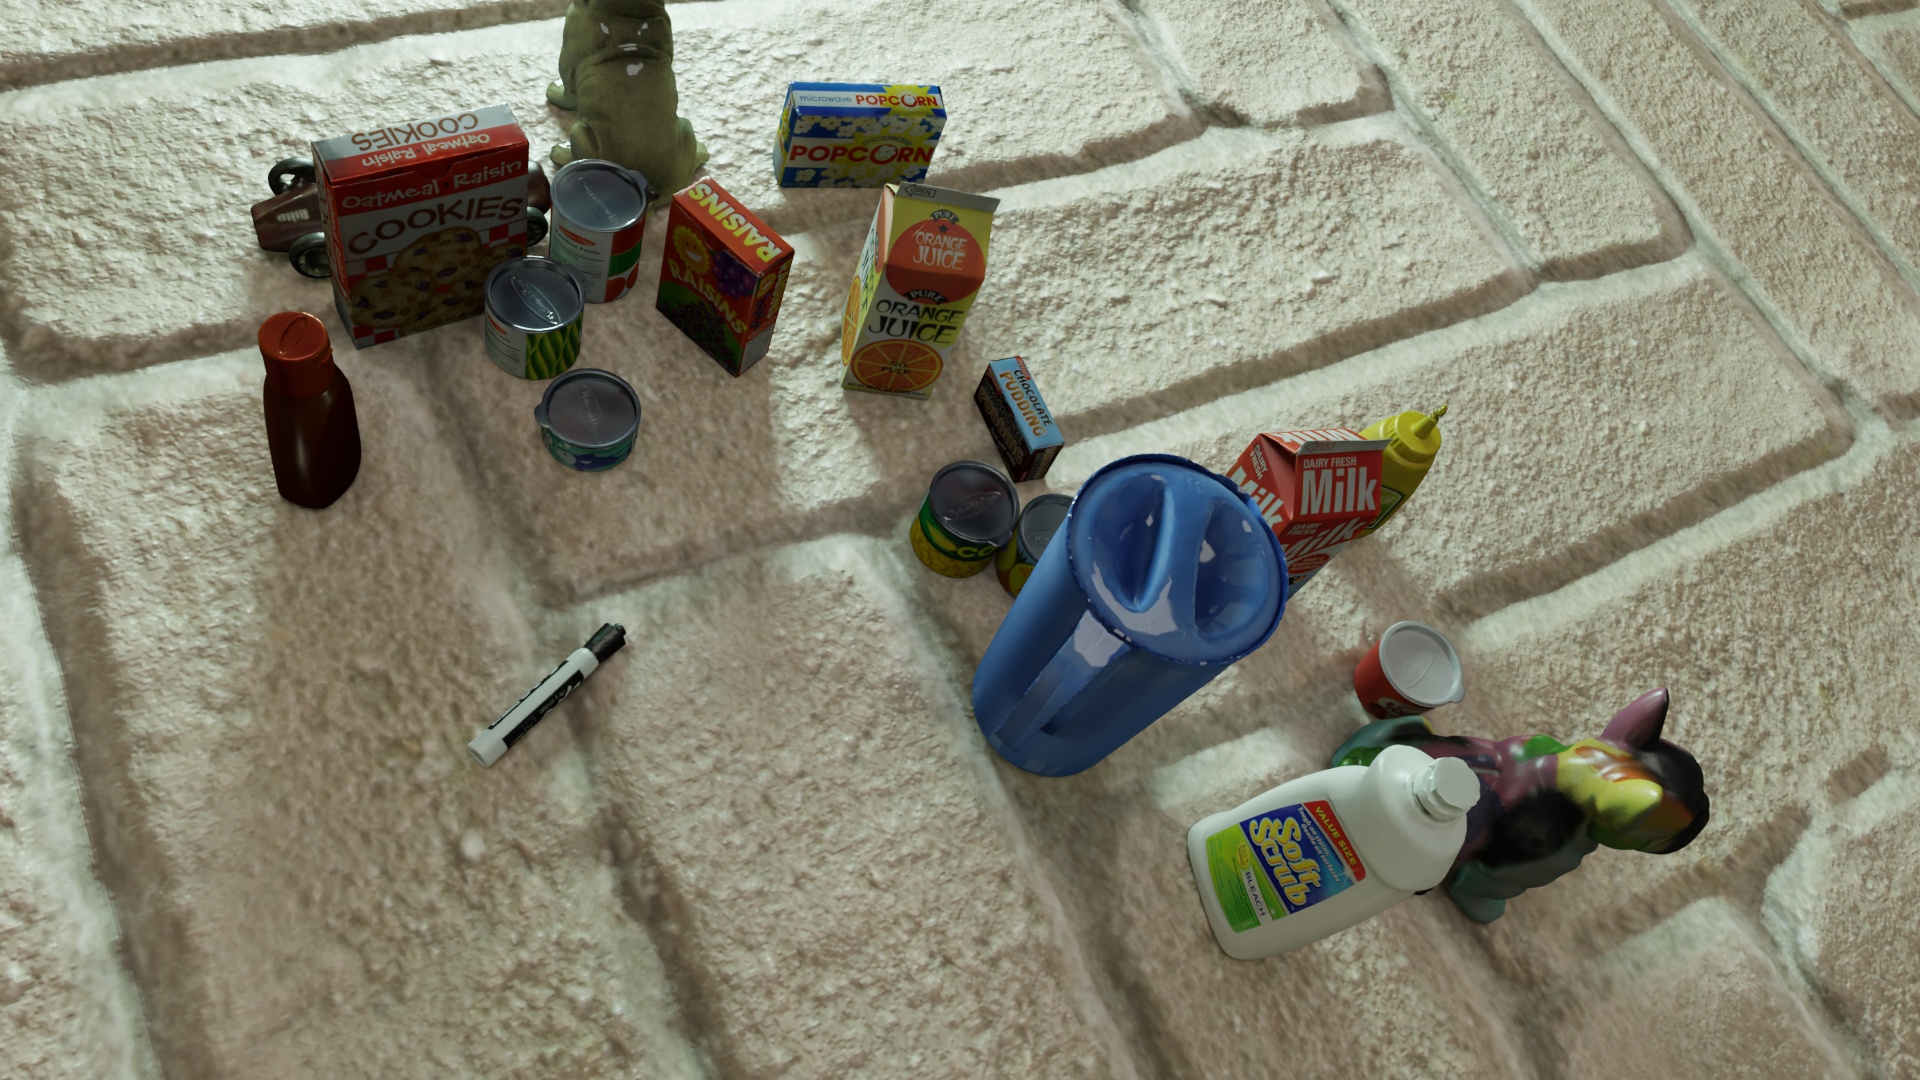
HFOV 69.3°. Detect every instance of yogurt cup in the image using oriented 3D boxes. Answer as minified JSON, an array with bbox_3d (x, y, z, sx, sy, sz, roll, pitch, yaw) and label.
[{"bbox_3d":[0.330,0.101,1.035,0.072,0.053,0.073,8,59,-14],"label":"yogurt cup"}]

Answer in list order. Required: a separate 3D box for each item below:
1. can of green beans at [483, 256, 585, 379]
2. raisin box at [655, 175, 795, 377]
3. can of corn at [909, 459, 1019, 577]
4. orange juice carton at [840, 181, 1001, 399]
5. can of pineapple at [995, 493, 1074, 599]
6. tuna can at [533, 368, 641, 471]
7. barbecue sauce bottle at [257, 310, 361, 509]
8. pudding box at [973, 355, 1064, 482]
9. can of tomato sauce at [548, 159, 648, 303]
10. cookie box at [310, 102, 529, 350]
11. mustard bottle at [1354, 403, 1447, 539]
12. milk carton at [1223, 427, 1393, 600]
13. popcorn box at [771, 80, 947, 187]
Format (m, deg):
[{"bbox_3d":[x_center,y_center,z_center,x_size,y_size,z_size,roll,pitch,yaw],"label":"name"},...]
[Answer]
[{"bbox_3d":[-0.297,-0.155,0.969,0.071,0.057,0.071,8,59,-14],"label":"can of green beans"},{"bbox_3d":[-0.171,-0.186,0.991,0.086,0.122,0.040,42,58,8],"label":"raisin box"},{"bbox_3d":[0.004,-0.012,0.988,0.071,0.058,0.071,8,59,-14],"label":"can of corn"},{"bbox_3d":[-0.032,-0.187,0.996,0.072,0.191,0.073,7,60,-15],"label":"orange juice carton"},{"bbox_3d":[0.064,0.010,0.996,0.071,0.057,0.071,8,59,-14],"label":"can of pineapple"},{"bbox_3d":[-0.257,-0.082,0.956,0.071,0.032,0.071,8,59,-14],"label":"tuna can"},{"bbox_3d":[-0.394,-0.080,0.840,0.044,0.147,0.065,18,58,-8],"label":"barbecue sauce bottle"},{"bbox_3d":[0.044,-0.092,1.052,0.030,0.049,0.084,-14,67,-25],"label":"pudding box"},{"bbox_3d":[-0.262,-0.224,1.006,0.071,0.082,0.071,8,59,-14],"label":"can of tomato sauce"},{"bbox_3d":[-0.350,-0.204,0.915,0.123,0.166,0.040,-23,71,-28],"label":"cookie box"},{"bbox_3d":[0.321,-0.057,1.058,0.065,0.159,0.049,17,58,-9],"label":"mustard bottle"},{"bbox_3d":[0.230,-0.021,0.990,0.072,0.189,0.074,-4,63,-20],"label":"milk carton"},{"bbox_3d":[-0.083,-0.327,1.123,0.127,0.084,0.038,-5,64,-21],"label":"popcorn box"}]
